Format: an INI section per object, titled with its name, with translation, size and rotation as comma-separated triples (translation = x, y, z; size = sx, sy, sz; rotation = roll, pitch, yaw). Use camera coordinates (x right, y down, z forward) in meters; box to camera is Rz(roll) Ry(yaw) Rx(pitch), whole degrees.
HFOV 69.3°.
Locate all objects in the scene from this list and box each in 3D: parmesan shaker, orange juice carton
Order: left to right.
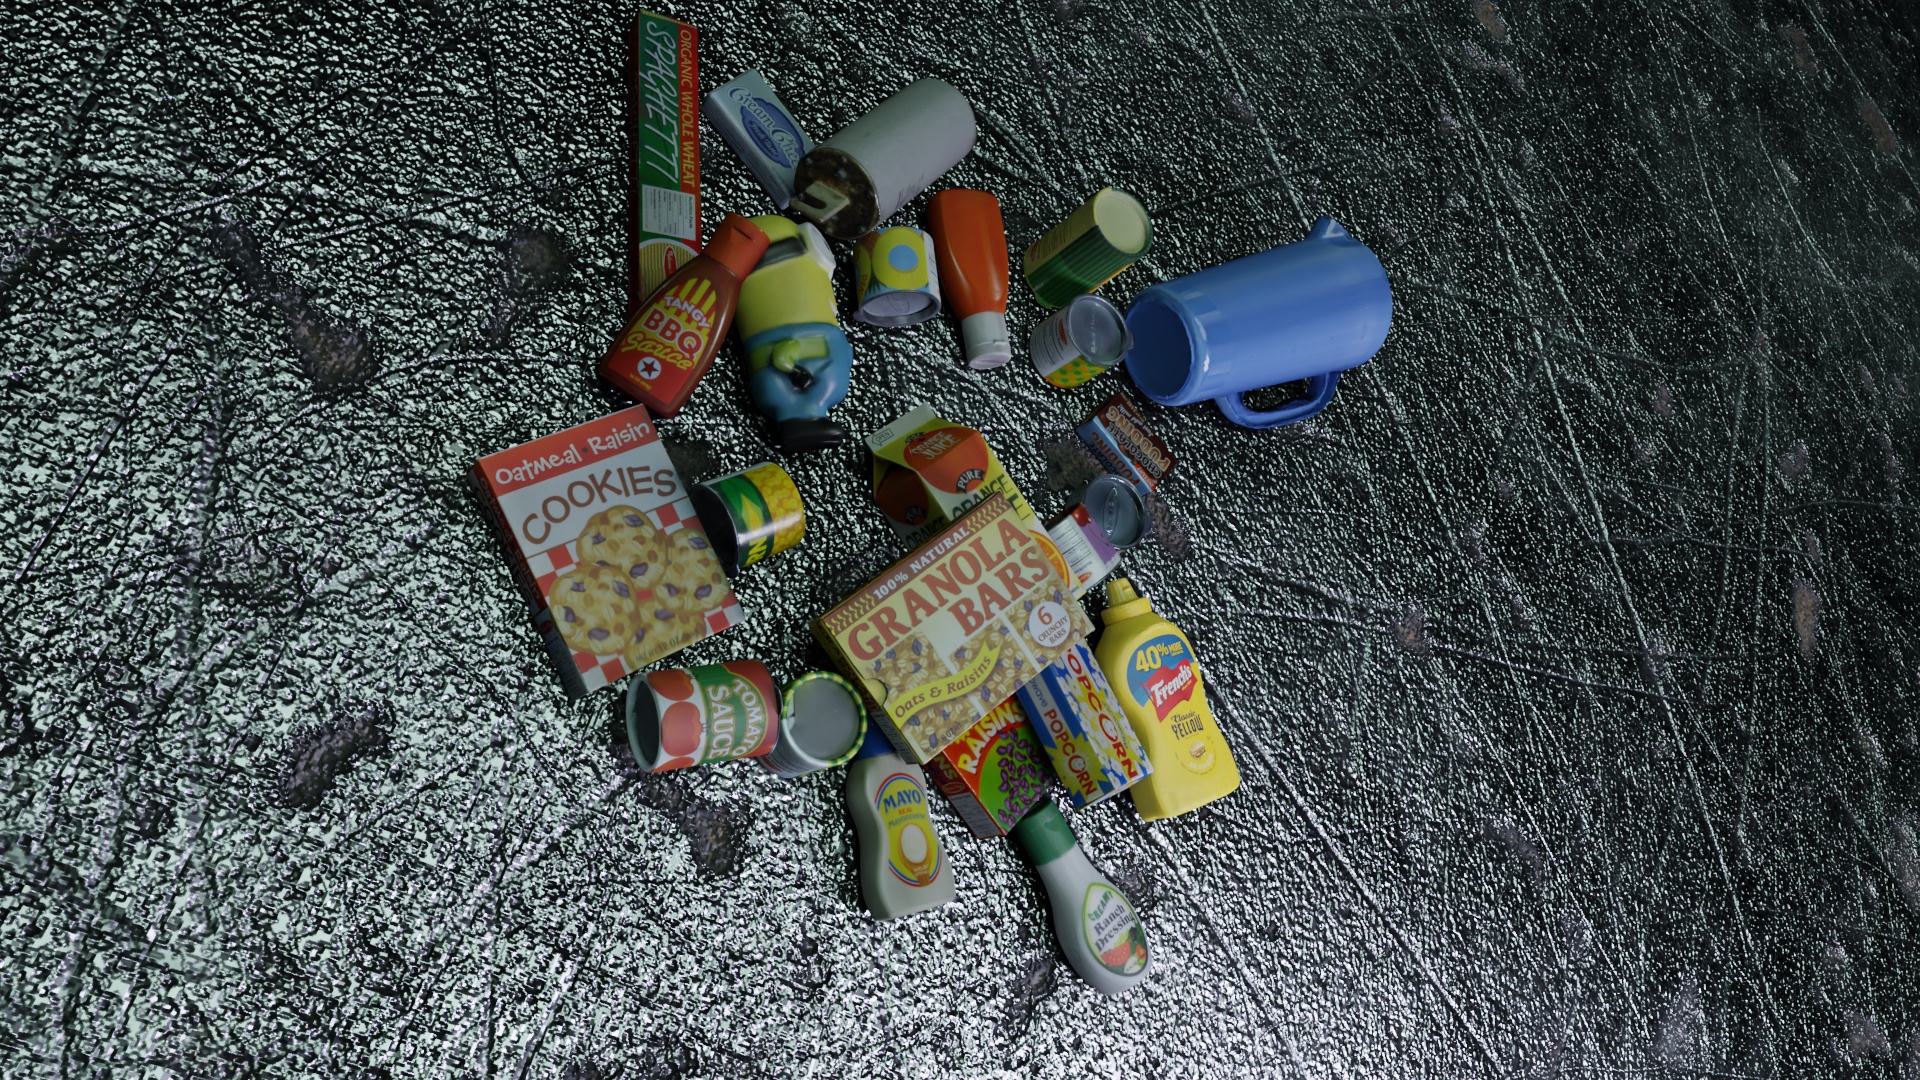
[orange juice carton]
translation = 0.004, -0.013, 1.068
size = 0.072, 0.072, 0.192
rotation = -36, 94, -35
[parmesan shaker]
translation = 0.109, -0.249, 1.197
size = 0.071, 0.102, 0.071
rotation = 11, 69, -29

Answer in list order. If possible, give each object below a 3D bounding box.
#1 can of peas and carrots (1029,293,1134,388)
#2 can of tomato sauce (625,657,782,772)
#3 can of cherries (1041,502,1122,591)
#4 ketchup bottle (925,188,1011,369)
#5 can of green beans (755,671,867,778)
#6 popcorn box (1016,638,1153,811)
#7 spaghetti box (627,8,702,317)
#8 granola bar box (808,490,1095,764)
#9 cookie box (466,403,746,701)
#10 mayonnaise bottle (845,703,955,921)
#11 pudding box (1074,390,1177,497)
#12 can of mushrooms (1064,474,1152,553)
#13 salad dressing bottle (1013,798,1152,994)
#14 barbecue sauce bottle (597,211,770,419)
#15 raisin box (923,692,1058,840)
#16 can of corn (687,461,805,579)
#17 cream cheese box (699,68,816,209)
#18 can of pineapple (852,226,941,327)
[can of peas and carrots]
translation = 0.104, -0.170, 1.194
size = 0.071, 0.058, 0.071
rotation = 11, 68, -30
[can of tomato sauce]
translation = -0.169, 0.115, 0.916
size = 0.083, 0.071, 0.071
rotation = -4, 76, -33
[can of cherries]
translation = 0.087, 0.010, 1.120
size = 0.072, 0.071, 0.058
rotation = -39, 96, -35
[ketchup bottle]
translation = 0.012, -0.219, 1.163
size = 0.065, 0.043, 0.149
rotation = -2, 75, -32
[can of green beans]
translation = -0.106, 0.127, 0.960
size = 0.071, 0.057, 0.071
rotation = 11, 68, -29
[popcorn box]
translation = 0.090, 0.135, 1.060
size = 0.085, 0.038, 0.127
rotation = 0, 59, -63
[spaghetti box]
translation = -0.222, -0.281, 1.044
size = 0.050, 0.028, 0.250
rotation = 6, 71, -31
[granola bar box]
translation = -0.004, 0.061, 0.985
size = 0.166, 0.039, 0.124
rotation = -36, 94, -21
[cookie box]
translation = -0.237, 0.005, 0.931
size = 0.123, 0.040, 0.167
rotation = -25, 89, -36
[mayonnaise bottle]
translation = -0.050, 0.189, 0.984
size = 0.065, 0.041, 0.148
rotation = -7, 77, -34
[pudding box]
translation = 0.144, -0.082, 1.207
size = 0.083, 0.030, 0.050
rotation = 51, 56, -7
[can of mushrooms]
translation = 0.124, -0.019, 1.171
size = 0.071, 0.033, 0.071
rotation = 11, 67, -29
[salad dressing bottle]
translation = 0.089, 0.266, 1.044
size = 0.064, 0.044, 0.147
rotation = -31, 91, -37
[barbecue sauce bottle]
translation = -0.190, -0.162, 0.980
size = 0.065, 0.043, 0.148
rotation = 34, 84, -7
[raisin box]
translation = 0.013, 0.148, 1.040
size = 0.086, 0.040, 0.123
rotation = -41, 98, -35
[can of corn]
translation = -0.150, -0.014, 0.976
size = 0.058, 0.071, 0.071
rotation = -23, 87, -36
[cream cheese box]
translation = -0.154, -0.319, 1.104
size = 0.103, 0.024, 0.053
rotation = 51, 54, -7
[can of pineapple]
translation = -0.053, -0.209, 1.105
size = 0.071, 0.070, 0.058
rotation = 3, 72, -32
